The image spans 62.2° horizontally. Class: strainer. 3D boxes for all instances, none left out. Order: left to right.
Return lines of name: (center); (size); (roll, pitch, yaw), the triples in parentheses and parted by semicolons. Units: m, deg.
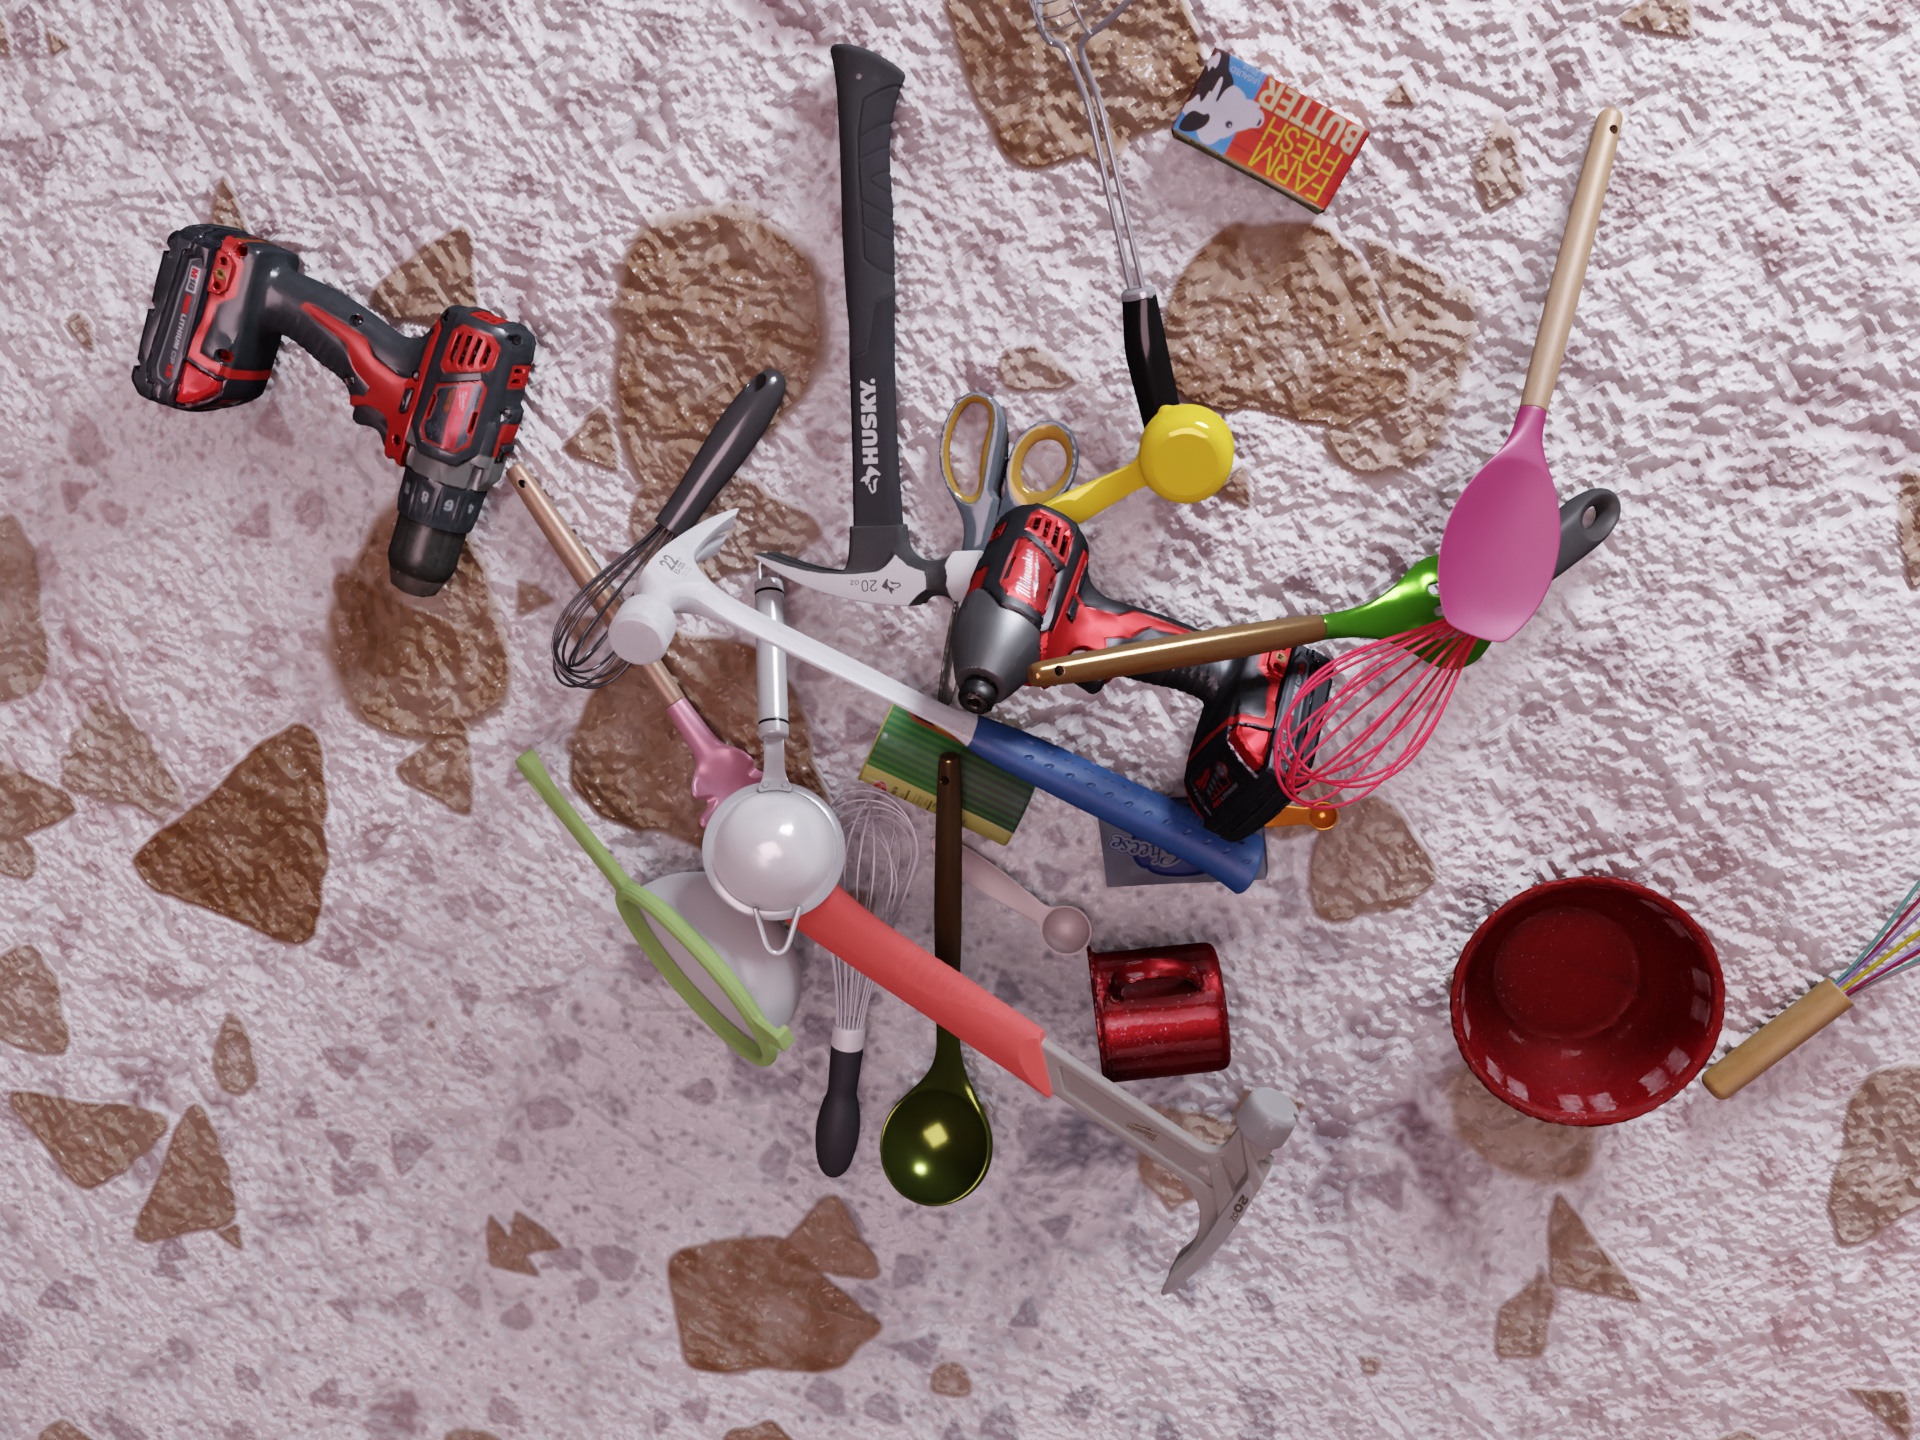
strainer: (-0.185, 0.107, 1.036); (0.069, 0.151, 0.256); (-39, 91, -22)
strainer: (-0.116, 0.013, 0.981); (0.087, 0.050, 0.259); (-1, 68, -10)

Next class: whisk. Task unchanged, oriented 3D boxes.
whisk: (-0.181, -0.120, 0.999); (0.055, 0.055, 0.239); (34, 91, 0)
whisk: (-0.070, 0.180, 1.056); (0.070, 0.070, 0.284); (9, 107, 6)
whisk: (0.281, -0.048, 0.903); (0.296, 0.073, 0.073); (-38, 95, -20)
whisk: (0.556, 0.151, 0.973); (0.051, 0.047, 0.245); (44, 107, -4)

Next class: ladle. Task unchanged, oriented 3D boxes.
ladle: (-0.013, 0.171, 1.012); (0.078, 0.062, 0.320); (11, 116, 21)

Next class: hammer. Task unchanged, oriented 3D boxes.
hammer: (-0.060, -0.238, 0.974); (0.146, 0.035, 0.334); (1, 99, 15)
hammer: (-0.002, -0.003, 0.952); (0.405, 0.144, 0.035); (26, 126, -8)
hammer: (0.017, 0.195, 0.971); (0.359, 0.037, 0.149); (32, 115, 11)

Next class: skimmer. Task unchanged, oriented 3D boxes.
skimmer: (0.113, -0.318, 0.927); (0.090, 0.127, 0.363); (-26, 113, -25)

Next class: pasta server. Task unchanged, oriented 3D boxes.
pasta server: (-0.203, -0.034, 1.038); (0.060, 0.040, 0.316); (-34, 94, 2)

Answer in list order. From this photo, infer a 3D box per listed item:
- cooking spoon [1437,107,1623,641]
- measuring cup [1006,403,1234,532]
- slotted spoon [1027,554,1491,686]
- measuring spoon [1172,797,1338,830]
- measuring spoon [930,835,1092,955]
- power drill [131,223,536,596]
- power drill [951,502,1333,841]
cooking spoon: (0.327, -0.197, 0.891); (0.068, 0.017, 0.319); (18, 83, -9)
measuring cup: (0.091, -0.136, 0.958); (0.156, 0.029, 0.062); (-26, 111, 18)
slotted spoon: (0.185, -0.048, 0.913); (0.313, 0.031, 0.070); (-9, 88, -19)
measuring spoon: (0.183, 0.059, 1.021); (0.117, 0.011, 0.021); (1, 109, 11)
measuring spoon: (0.033, 0.111, 1.051); (0.124, 0.018, 0.034); (34, 105, 7)
power drill: (-0.397, -0.198, 1.013); (0.226, 0.080, 0.188); (22, 104, 0)
power drill: (0.100, -0.026, 0.937); (0.219, 0.143, 0.078); (27, 143, -6)
